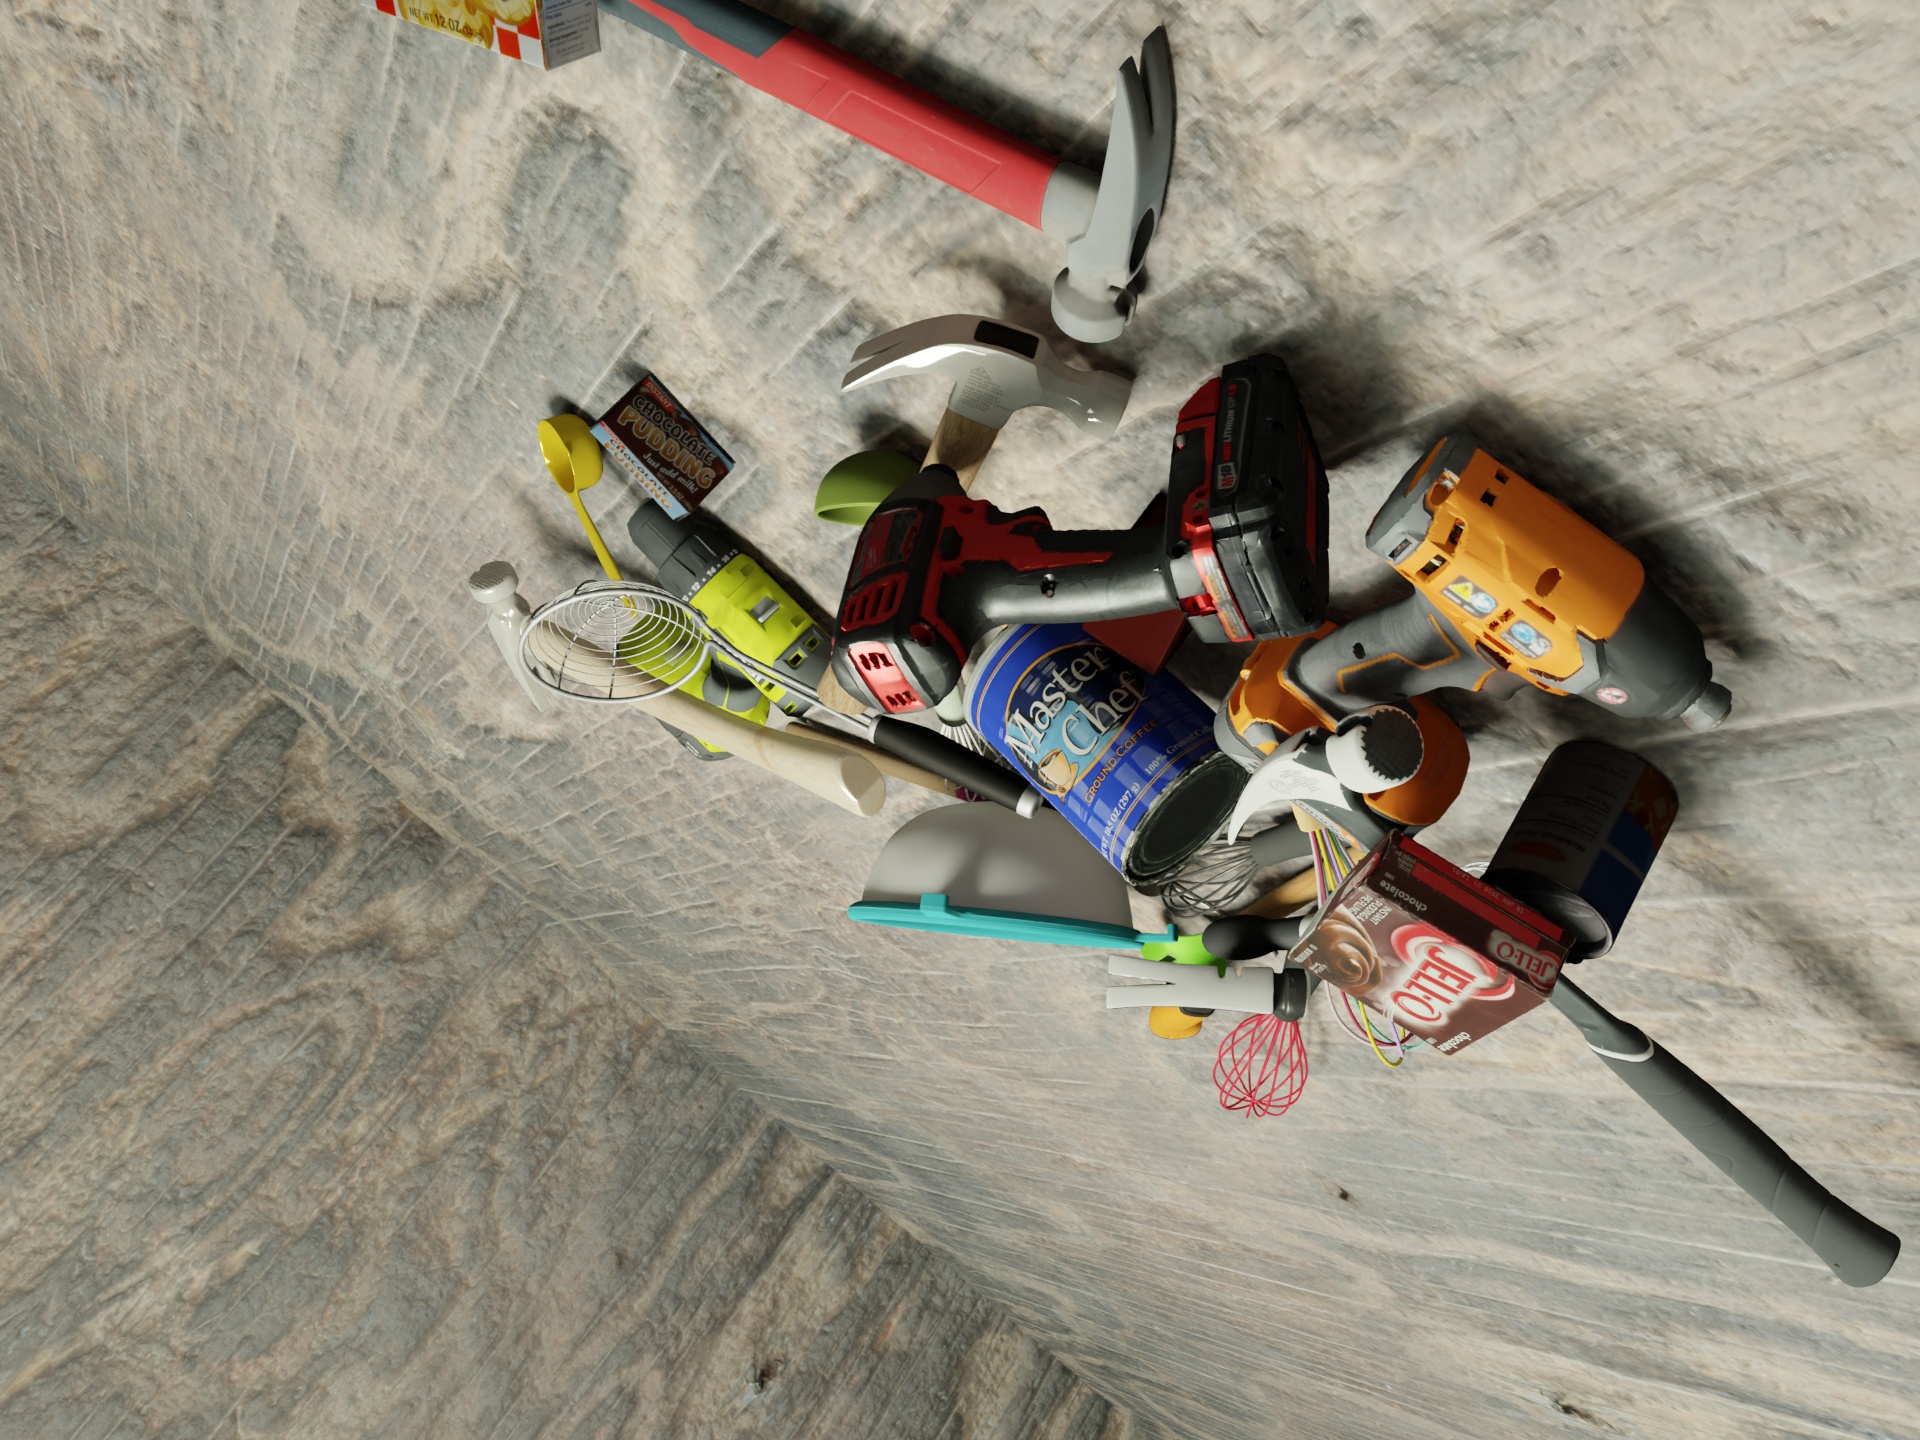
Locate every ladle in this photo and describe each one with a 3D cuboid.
[{"bbox_3d":[0.031,-0.045,0.979,0.320,0.062,0.078,47,155,-25],"label":"ladle"}]

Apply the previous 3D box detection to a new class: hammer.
[{"bbox_3d":[-0.218,-0.006,1.219,0.411,0.038,0.146,23,146,33],"label":"hammer"},{"bbox_3d":[0.299,0.144,0.766,0.409,0.036,0.149,40,157,-8],"label":"hammer"},{"bbox_3d":[-0.028,-0.098,0.877,0.130,0.031,0.331,22,145,-7],"label":"hammer"},{"bbox_3d":[-0.083,-0.304,0.698,0.386,0.038,0.143,31,154,14],"label":"hammer"},{"bbox_3d":[0.160,0.206,1.153,0.127,0.034,0.336,3,166,2],"label":"hammer"}]

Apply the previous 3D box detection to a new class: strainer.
[{"bbox_3d":[0.002,0.111,1.187,0.211,0.095,0.340,10,171,-24],"label":"strainer"}]

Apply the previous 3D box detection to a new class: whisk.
[{"bbox_3d":[0.204,0.078,0.874,0.051,0.047,0.245,-8,105,63],"label":"whisk"},{"bbox_3d":[-0.002,-0.003,1.071,0.059,0.058,0.246,-6,157,5],"label":"whisk"},{"bbox_3d":[0.239,0.126,0.957,0.070,0.070,0.284,45,151,-16],"label":"whisk"},{"bbox_3d":[0.191,0.083,0.997,0.055,0.055,0.239,41,151,-8],"label":"whisk"},{"bbox_3d":[0.236,0.219,1.165,0.073,0.073,0.295,29,148,18],"label":"whisk"}]

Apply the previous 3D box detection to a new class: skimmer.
[{"bbox_3d":[-0.123,0.001,1.059,0.363,0.090,0.127,25,149,16],"label":"skimmer"}]

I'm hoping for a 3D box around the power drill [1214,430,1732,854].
[{"bbox_3d":[0.228,-0.018,0.731,0.164,0.084,0.226,36,152,2],"label":"power drill"}]

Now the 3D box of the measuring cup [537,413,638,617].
[{"bbox_3d":[-0.262,-0.151,1.164,0.062,0.029,0.156,-3,114,61],"label":"measuring cup"}]

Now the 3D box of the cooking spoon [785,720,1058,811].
[{"bbox_3d":[-0.019,0.048,1.253,0.319,0.017,0.068,18,149,35],"label":"cooking spoon"}]

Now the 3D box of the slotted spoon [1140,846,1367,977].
[{"bbox_3d":[0.199,0.133,1.079,0.070,0.031,0.313,27,152,-6],"label":"slotted spoon"}]

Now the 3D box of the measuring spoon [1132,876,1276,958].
[{"bbox_3d":[0.174,0.142,1.157,0.124,0.018,0.034,32,155,10],"label":"measuring spoon"}]

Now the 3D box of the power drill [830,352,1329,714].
[{"bbox_3d":[0.050,-0.084,0.724,0.220,0.143,0.078,-11,134,24],"label":"power drill"}]

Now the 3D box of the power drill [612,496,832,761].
[{"bbox_3d":[-0.196,-0.065,1.227,0.190,0.080,0.228,45,153,-5],"label":"power drill"}]
